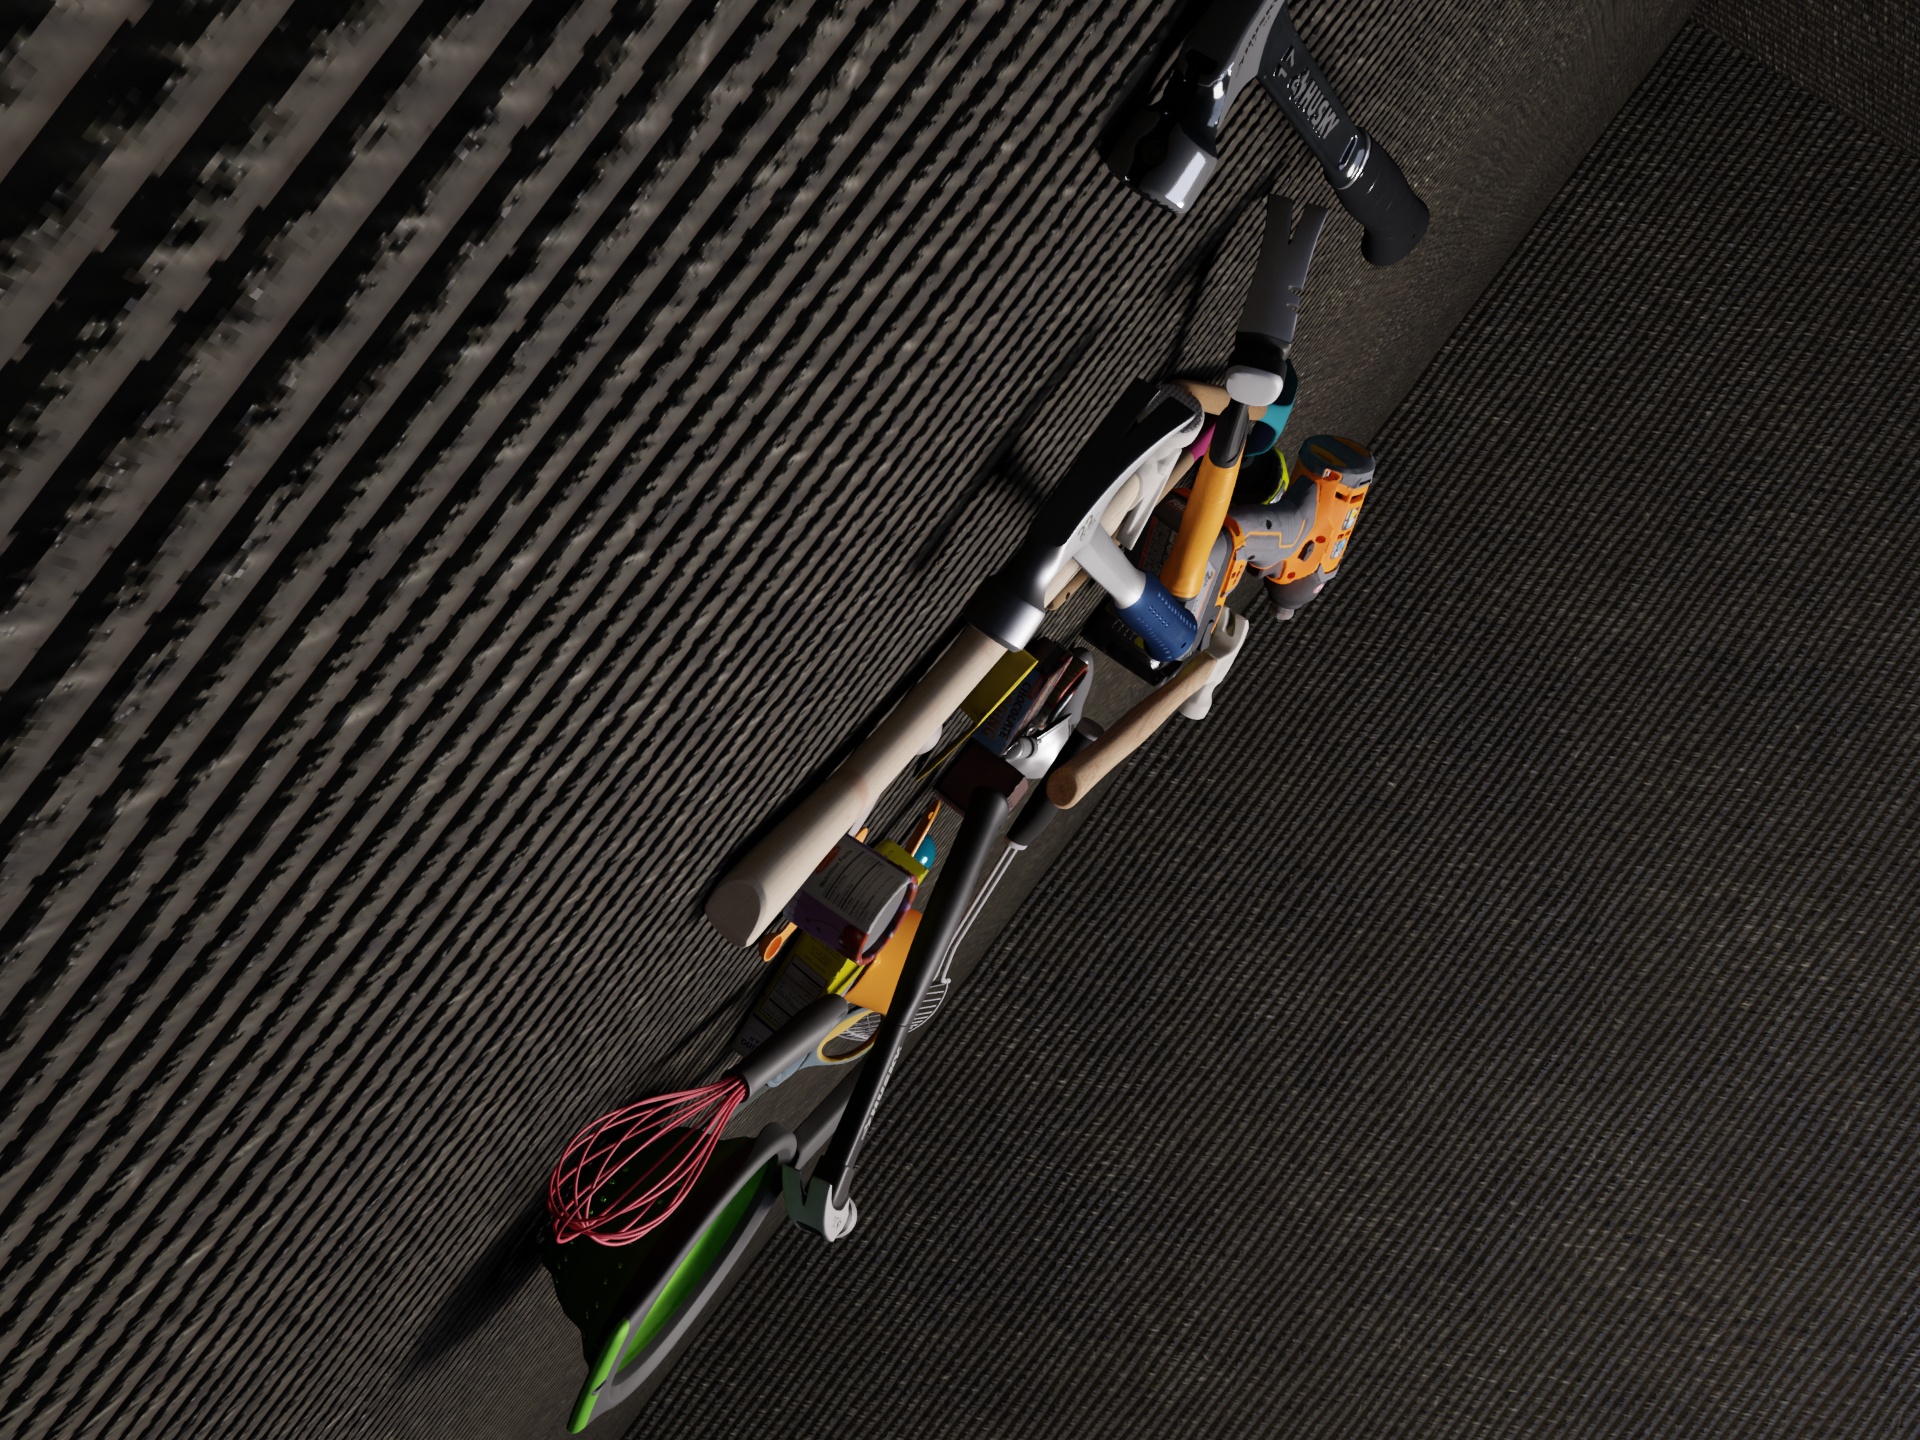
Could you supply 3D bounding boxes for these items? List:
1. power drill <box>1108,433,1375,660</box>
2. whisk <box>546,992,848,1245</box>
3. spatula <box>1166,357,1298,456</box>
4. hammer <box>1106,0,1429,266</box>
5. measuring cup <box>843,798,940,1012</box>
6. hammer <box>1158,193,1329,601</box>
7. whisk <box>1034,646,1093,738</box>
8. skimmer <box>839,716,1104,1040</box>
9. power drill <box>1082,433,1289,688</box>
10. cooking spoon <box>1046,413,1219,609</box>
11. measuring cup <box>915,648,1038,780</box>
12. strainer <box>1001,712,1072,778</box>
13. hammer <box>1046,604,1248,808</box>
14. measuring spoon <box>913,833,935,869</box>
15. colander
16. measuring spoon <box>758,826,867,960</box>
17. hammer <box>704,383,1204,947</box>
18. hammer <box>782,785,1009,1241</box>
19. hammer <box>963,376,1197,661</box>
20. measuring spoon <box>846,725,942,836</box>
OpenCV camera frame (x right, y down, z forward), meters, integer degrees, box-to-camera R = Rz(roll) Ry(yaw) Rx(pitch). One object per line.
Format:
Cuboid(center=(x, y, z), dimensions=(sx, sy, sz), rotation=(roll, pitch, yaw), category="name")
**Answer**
Cuboid(center=(0.226, -0.127, 1.261), dimensions=(0.226, 0.084, 0.164), rotation=(-23, 140, -36), category="power drill")
Cuboid(center=(-0.151, 0.236, 0.986), dimensions=(0.073, 0.073, 0.296), rotation=(-58, 166, 29), category="whisk")
Cuboid(center=(0.190, -0.222, 1.113), dimensions=(0.317, 0.044, 0.082), rotation=(-14, 131, -64), category="spatula")
Cuboid(center=(0.178, -0.271, 0.738), dimensions=(0.149, 0.036, 0.409), rotation=(-58, 163, 17), category="hammer")
Cuboid(center=(-0.039, 0.149, 1.254), dimensions=(0.173, 0.052, 0.095), rotation=(-62, -161, -2), category="measuring cup")
Cuboid(center=(0.164, -0.171, 0.989), dimensions=(0.336, 0.034, 0.127), rotation=(94, 12, -68), category="hammer")
Cuboid(center=(0.098, -0.010, 1.464), dimensions=(0.055, 0.055, 0.238), rotation=(-50, 166, -21), category="whisk")
Cuboid(center=(-0.005, 0.133, 1.344), dimensions=(0.127, 0.090, 0.363), rotation=(7, 120, -55), category="skimmer")
Cuboid(center=(0.204, -0.144, 1.376), dimensions=(0.228, 0.080, 0.190), rotation=(-56, 167, 7), category="power drill")
Cuboid(center=(0.149, -0.177, 1.146), dimensions=(0.319, 0.017, 0.068), rotation=(-48, 159, -33), category="cooking spoon")
Cuboid(center=(-0.002, -0.003, 1.055), dimensions=(0.062, 0.029, 0.156), rotation=(-45, 180, -41), category="measuring cup")
Cuboid(center=(0.057, 0.025, 1.336), dimensions=(0.087, 0.050, 0.258), rotation=(-34, 174, 8), category="strainer")
Cuboid(center=(0.158, -0.008, 1.309), dimensions=(0.331, 0.031, 0.130), rotation=(-35, 154, -53), category="hammer")
Cuboid(center=(-0.059, 0.151, 1.326), dimensions=(0.128, 0.021, 0.042), rotation=(-54, 171, 0), category="measuring spoon")
Cuboid(center=(-0.168, 0.304, 1.100), dimensions=(0.397, 0.094, 0.204), rotation=(-38, 157, -58), category="colander")
Cuboid(center=(-0.096, 0.109, 1.031), dimensions=(0.117, 0.011, 0.021), rotation=(-51, 160, -32), category="measuring spoon")
Cuboid(center=(0.001, -0.027, 0.911), dimensions=(0.411, 0.038, 0.146), rotation=(-48, 171, -26), category="hammer")
Cuboid(center=(-0.040, 0.199, 1.125), dimensions=(0.146, 0.035, 0.335), rotation=(74, 37, -68), category="hammer")
Cuboid(center=(0.101, -0.083, 0.929), dimensions=(0.144, 0.035, 0.405), rotation=(-55, 165, 5), category="hammer")
Cuboid(center=(-0.044, 0.043, 1.001), dimensions=(0.124, 0.018, 0.034), rotation=(-57, 171, 27), category="measuring spoon")
